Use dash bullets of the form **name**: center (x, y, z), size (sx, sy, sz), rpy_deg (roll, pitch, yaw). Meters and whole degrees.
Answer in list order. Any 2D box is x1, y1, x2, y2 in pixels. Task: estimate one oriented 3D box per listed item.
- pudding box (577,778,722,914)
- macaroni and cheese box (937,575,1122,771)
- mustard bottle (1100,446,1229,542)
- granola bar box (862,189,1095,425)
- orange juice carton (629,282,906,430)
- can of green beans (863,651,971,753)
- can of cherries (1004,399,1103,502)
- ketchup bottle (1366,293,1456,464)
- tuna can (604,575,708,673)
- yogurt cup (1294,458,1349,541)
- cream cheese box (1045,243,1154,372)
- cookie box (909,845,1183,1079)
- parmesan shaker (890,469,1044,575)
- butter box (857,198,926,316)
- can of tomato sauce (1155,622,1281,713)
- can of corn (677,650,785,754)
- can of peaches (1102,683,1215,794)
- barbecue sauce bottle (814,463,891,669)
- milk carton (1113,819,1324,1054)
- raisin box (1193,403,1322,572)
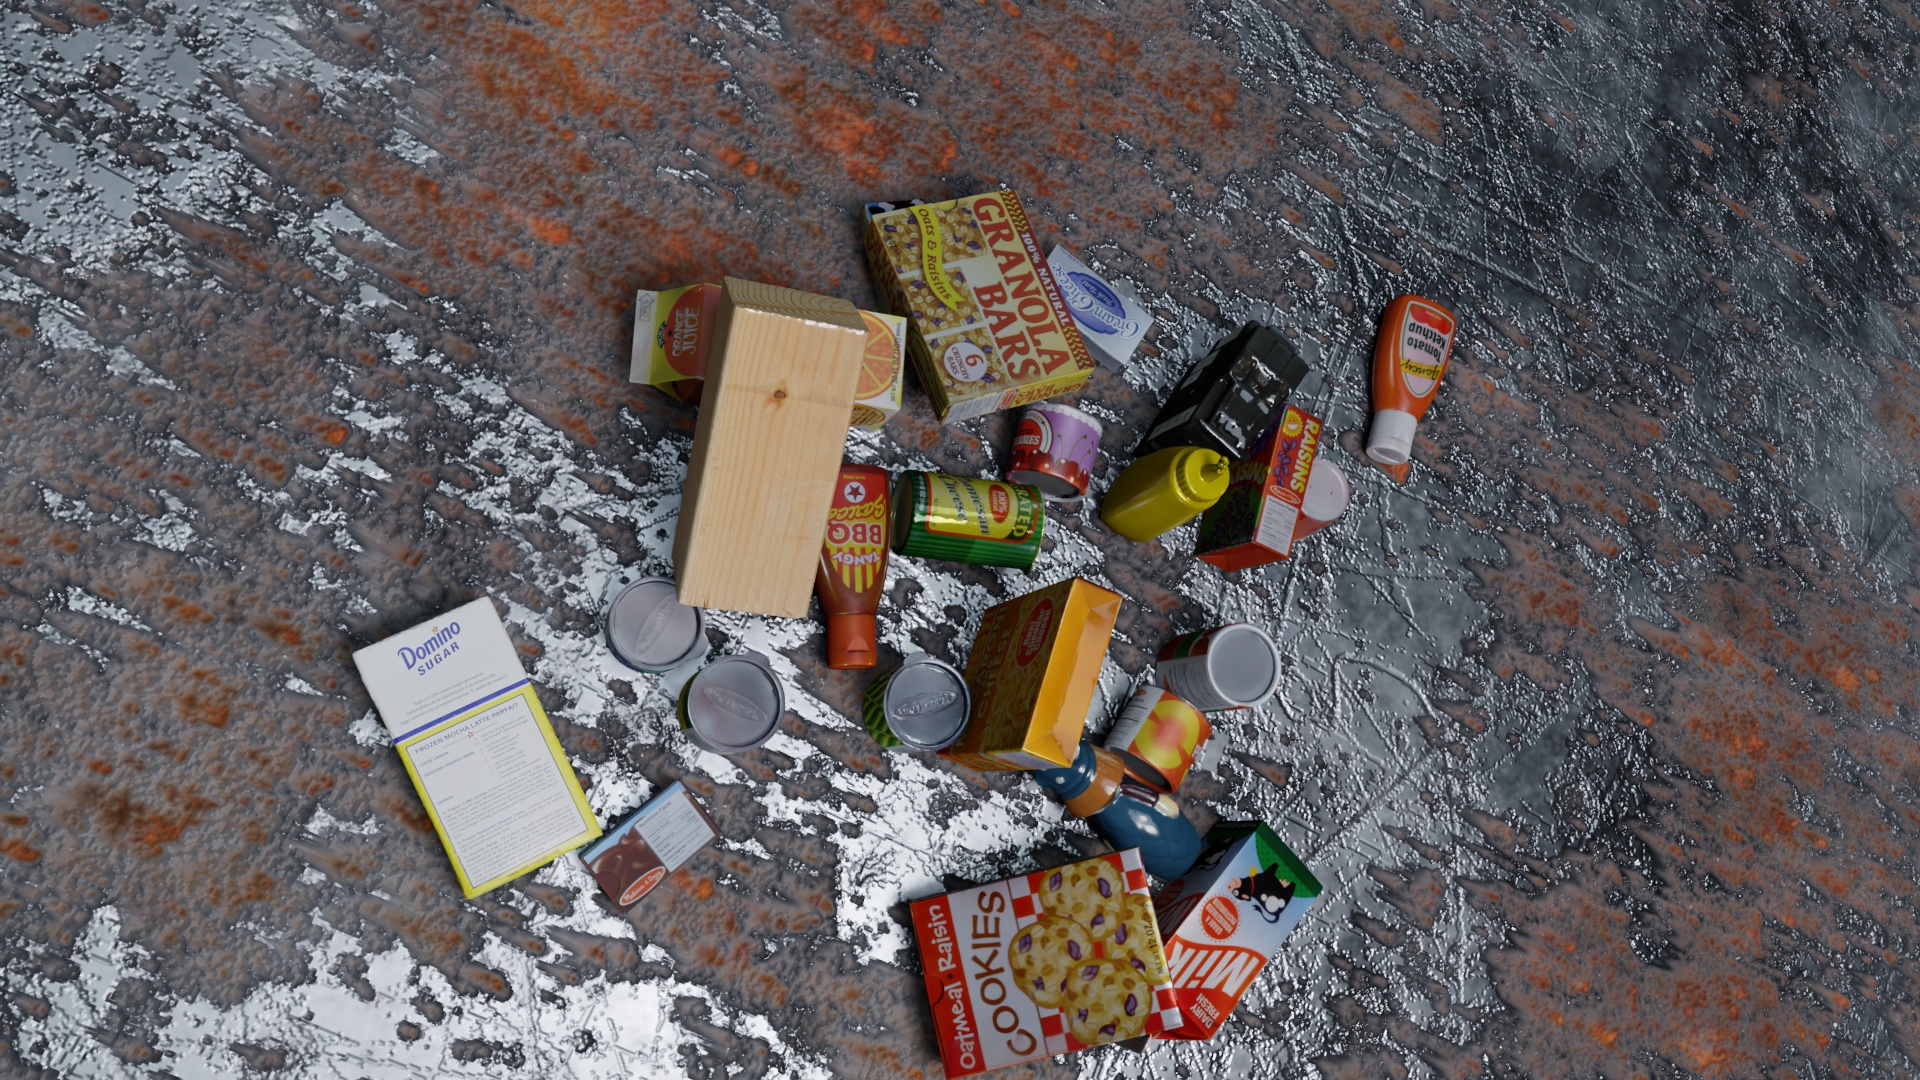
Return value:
- **pudding box**: center (-0.211, 0.206, 0.941), size (0.084, 0.030, 0.049), rpy_deg (-39, 95, -22)
- **macaroni and cheese box**: center (0.046, 0.100, 0.983), size (0.040, 0.166, 0.124), rpy_deg (24, 73, -15)
- **mustard bottle**: center (0.163, -0.040, 1.058), size (0.049, 0.160, 0.065), rpy_deg (33, 72, -13)
- **granola bar box**: center (0.013, -0.180, 1.053), size (0.124, 0.039, 0.166), rpy_deg (-16, 74, -22)
- **orange juice carton**: center (-0.141, -0.134, 1.013), size (0.193, 0.073, 0.072), rpy_deg (7, 78, -18)
- **can of green beans**: center (-0.032, 0.121, 1.008), size (0.071, 0.057, 0.071), rpy_deg (4, 78, -19)
- **can of cherries**: center (0.070, -0.069, 1.080), size (0.071, 0.071, 0.058), rpy_deg (21, 74, -15)
- **ketchup bottle**: center (0.392, -0.140, 1.225), size (0.065, 0.043, 0.149), rpy_deg (23, 73, -15)
- **tuna can**: center (-0.211, 0.061, 0.969), size (0.071, 0.032, 0.071), rpy_deg (4, 78, -19)
- **yogurt cup**: center (0.287, -0.037, 1.160), size (0.072, 0.054, 0.072), rpy_deg (4, 79, -19)
- **cream cheese box**: center (0.103, -0.190, 1.140), size (0.104, 0.024, 0.053), rpy_deg (36, 71, -10)
- **cookie box**: center (0.059, 0.294, 0.974), size (0.167, 0.040, 0.123), rpy_deg (-14, 77, 4)
- **parmesan shaker**: center (0.004, -0.013, 1.043), size (0.103, 0.071, 0.071), rpy_deg (7, 77, -19)
- **butter box**: center (-0.043, -0.215, 1.092), size (0.053, 0.024, 0.103), rpy_deg (-11, 83, -21)
- **can of tomato sauce**: center (0.202, 0.100, 1.085), size (0.071, 0.083, 0.071), rpy_deg (4, 78, -19)
- **can of corn**: center (-0.159, 0.113, 0.963), size (0.071, 0.058, 0.071), rpy_deg (4, 78, -19)
- **can of peaches**: center (0.152, 0.154, 1.064), size (0.071, 0.071, 0.058), rpy_deg (40, 70, -9)
- **barbecue sauce bottle**: center (-0.082, 0.019, 1.019), size (0.065, 0.043, 0.148), rpy_deg (2, 79, -23)
- **milk carton**: center (0.177, 0.303, 1.040), size (0.073, 0.072, 0.191), rpy_deg (48, 68, -5)
- **raisin box**: center (0.240, -0.042, 1.126), size (0.040, 0.086, 0.123), rpy_deg (23, 73, -17)
